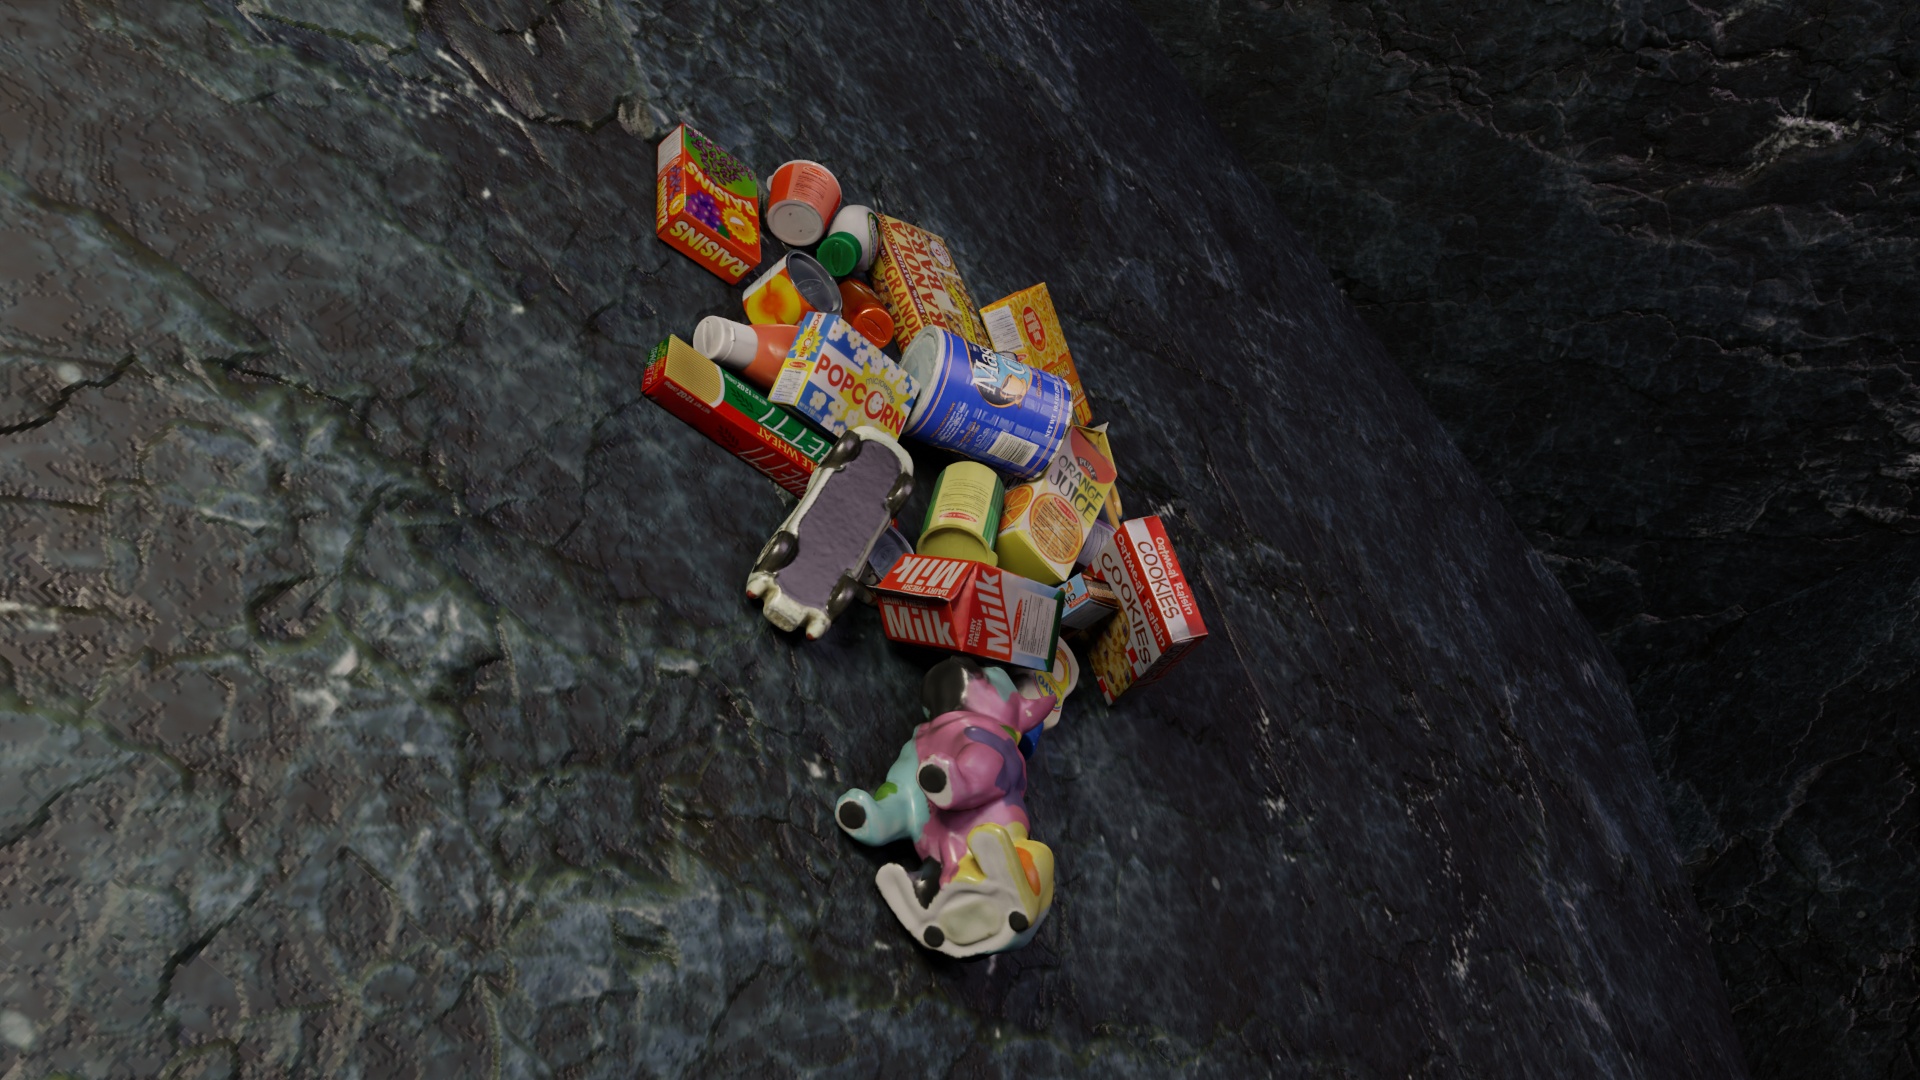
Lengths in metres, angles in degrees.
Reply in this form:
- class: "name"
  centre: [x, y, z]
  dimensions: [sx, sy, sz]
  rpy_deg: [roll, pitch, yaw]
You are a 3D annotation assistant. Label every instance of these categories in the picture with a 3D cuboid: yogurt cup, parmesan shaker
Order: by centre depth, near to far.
- class: "parmesan shaker"
  centre: [0.004, -0.015, 1.236]
  dimensions: [0.071, 0.071, 0.103]
  rpy_deg: [46, 30, -20]
- class: "yogurt cup"
  centre: [-0.149, -0.313, 1.302]
  dimensions: [0.072, 0.072, 0.054]
  rpy_deg: [39, 42, -30]

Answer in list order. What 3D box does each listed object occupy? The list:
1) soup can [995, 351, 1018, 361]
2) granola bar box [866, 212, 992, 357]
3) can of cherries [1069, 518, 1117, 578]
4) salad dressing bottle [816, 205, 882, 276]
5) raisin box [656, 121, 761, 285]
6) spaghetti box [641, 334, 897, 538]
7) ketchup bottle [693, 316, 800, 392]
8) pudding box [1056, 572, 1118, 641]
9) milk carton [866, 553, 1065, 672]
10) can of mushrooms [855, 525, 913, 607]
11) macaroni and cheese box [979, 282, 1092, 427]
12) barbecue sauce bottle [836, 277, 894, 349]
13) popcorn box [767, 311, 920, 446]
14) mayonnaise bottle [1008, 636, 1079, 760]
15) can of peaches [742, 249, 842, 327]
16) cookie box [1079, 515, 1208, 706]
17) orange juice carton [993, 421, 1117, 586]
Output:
- class: "soup can"
  centre: [0.042, -0.140, 1.423]
  dimensions: [0.071, 0.071, 0.084]
  rpy_deg: [5, 58, -55]
- class: "granola bar box"
  centre: [-0.036, -0.250, 1.435]
  dimensions: [0.124, 0.039, 0.166]
  rpy_deg: [4, 59, -56]
- class: "can of cherries"
  centre: [0.118, 0.006, 1.395]
  dimensions: [0.058, 0.071, 0.072]
  rpy_deg: [24, 43, -42]
- class: "salad dressing bottle"
  centre: [-0.106, -0.281, 1.319]
  dimensions: [0.148, 0.044, 0.064]
  rpy_deg: [-76, 168, -68]
- class: "raisin box"
  centre: [-0.218, -0.290, 1.198]
  dimensions: [0.086, 0.040, 0.124]
  rpy_deg: [31, 37, -40]
- class: "spaghetti box"
  centre: [-0.144, -0.075, 1.109]
  dimensions: [0.249, 0.028, 0.050]
  rpy_deg: [35, 37, -34]
- class: "ketchup bottle"
  centre: [-0.154, -0.152, 1.152]
  dimensions: [0.149, 0.043, 0.065]
  rpy_deg: [11, 70, -52]
- class: "pudding box"
  centre: [0.097, 0.066, 1.283]
  dimensions: [0.049, 0.083, 0.030]
  rpy_deg: [18, 45, -49]
- class: "milk carton"
  centre: [0.006, 0.057, 1.121]
  dimensions: [0.190, 0.072, 0.073]
  rpy_deg: [20, 78, -56]
- class: "can of mushrooms"
  centre: [-0.067, 0.021, 1.128]
  dimensions: [0.071, 0.033, 0.071]
  rpy_deg: [38, 33, -31]
- class: "macaroni and cheese box"
  centre: [0.086, -0.190, 1.520]
  dimensions: [0.166, 0.040, 0.124]
  rpy_deg: [69, 27, -10]
- class: "barbecue sauce bottle"
  centre: [-0.086, -0.199, 1.245]
  dimensions: [0.065, 0.043, 0.149]
  rpy_deg: [45, 5, -18]
- class: "popcorn box"
  centre: [-0.095, -0.124, 1.161]
  dimensions: [0.126, 0.038, 0.085]
  rpy_deg: [35, 73, -50]
- class: "mayonnaise bottle"
  centre: [0.063, 0.136, 1.205]
  dimensions: [0.064, 0.041, 0.149]
  rpy_deg: [53, 28, -13]
- class: "can of peaches"
  centre: [-0.145, -0.207, 1.208]
  dimensions: [0.071, 0.058, 0.071]
  rpy_deg: [39, 34, -32]
- class: "cookie box"
  centre: [0.162, 0.068, 1.302]
  dimensions: [0.040, 0.166, 0.123]
  rpy_deg: [-11, 67, -22]
- class: "orange juice carton"
  centre: [0.086, -0.042, 1.329]
  dimensions: [0.073, 0.071, 0.194]
  rpy_deg: [46, 49, -20]
